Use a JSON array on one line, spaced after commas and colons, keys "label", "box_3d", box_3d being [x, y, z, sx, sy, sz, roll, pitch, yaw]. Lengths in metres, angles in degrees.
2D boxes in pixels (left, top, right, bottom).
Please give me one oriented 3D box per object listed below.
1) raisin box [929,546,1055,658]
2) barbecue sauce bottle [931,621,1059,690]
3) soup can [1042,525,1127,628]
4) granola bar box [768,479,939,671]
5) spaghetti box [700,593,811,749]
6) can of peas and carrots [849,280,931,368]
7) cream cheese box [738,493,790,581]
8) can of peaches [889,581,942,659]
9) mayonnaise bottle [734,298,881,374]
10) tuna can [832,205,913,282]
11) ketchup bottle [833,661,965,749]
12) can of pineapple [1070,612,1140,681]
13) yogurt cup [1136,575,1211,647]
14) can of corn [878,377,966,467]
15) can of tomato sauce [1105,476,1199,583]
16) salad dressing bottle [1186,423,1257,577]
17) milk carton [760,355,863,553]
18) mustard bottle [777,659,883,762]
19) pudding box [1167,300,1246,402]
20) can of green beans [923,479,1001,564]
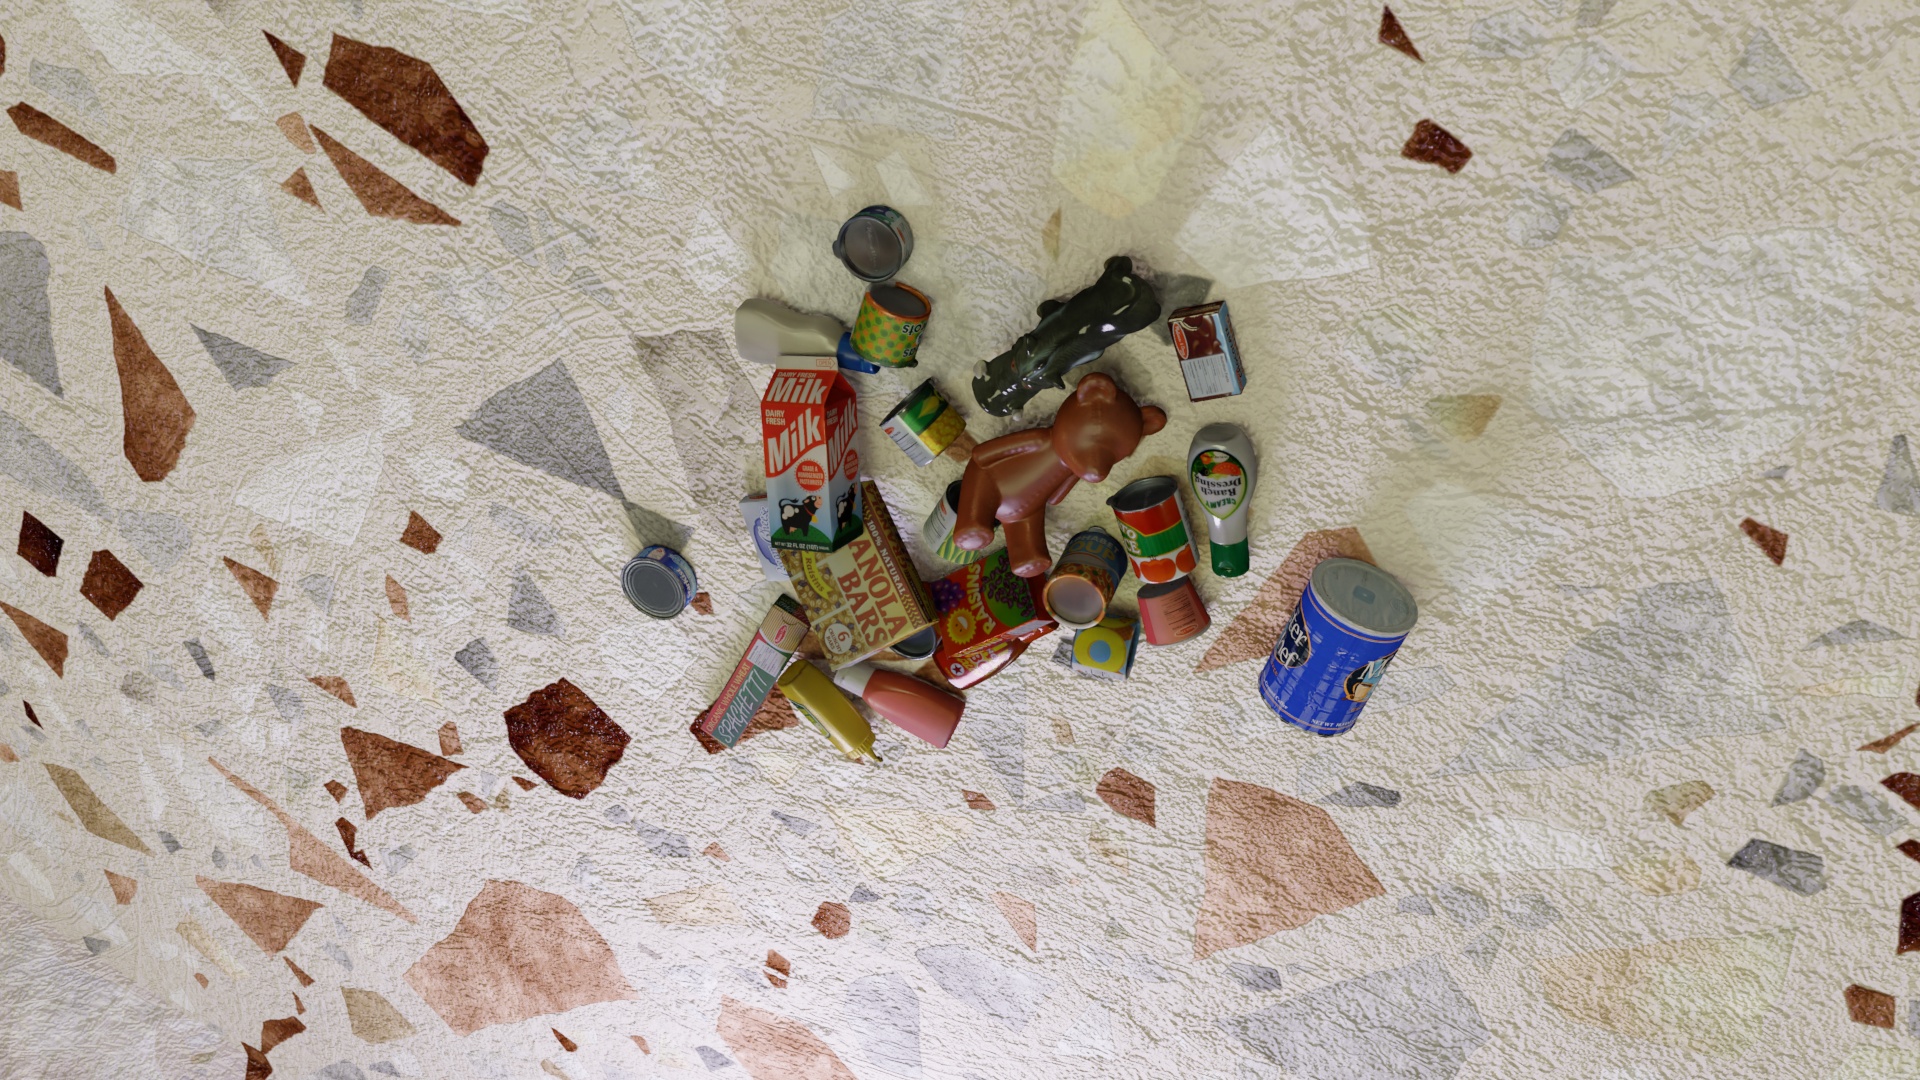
[{"label": "raisin box", "box_3d": [0.032, 0.064, 1.440, 0.123, 0.040, 0.086, -26, 69, 34]}, {"label": "barbecue sauce bottle", "box_3d": [0.040, 0.107, 1.488, 0.148, 0.044, 0.065, -31, 103, 34]}, {"label": "soup can", "box_3d": [0.124, 0.036, 1.383, 0.071, 0.084, 0.071, 11, 124, 17]}, {"label": "granola bar box", "box_3d": [-0.113, 0.037, 1.459, 0.124, 0.039, 0.165, -28, 84, 21]}, {"label": "spaghetti box", "box_3d": [-0.243, 0.159, 1.651, 0.050, 0.029, 0.248, 34, 127, -1]}, {"label": "can of peas and carrots", "box_3d": [-0.064, -0.205, 1.320, 0.071, 0.071, 0.058, 26, 126, 6]}, {"label": "cream cheese box", "box_3d": [-0.203, -0.004, 1.533, 0.053, 0.024, 0.103, -4, 119, 26]}, {"label": "can of peaches", "box_3d": [-0.047, 0.084, 1.502, 0.071, 0.058, 0.071, 11, 124, 17]}, {"label": "mayonnaise bottle", "box_3d": [-0.150, -0.197, 1.379, 0.148, 0.041, 0.064, 14, 132, 13]}, {"label": "tuna can", "box_3d": [-0.082, -0.278, 1.302, 0.071, 0.033, 0.070, 11, 124, 17]}, {"label": "ketchup bottle", "box_3d": [-0.071, 0.179, 1.582, 0.149, 0.044, 0.064, 26, 126, 6]}, {"label": "can of pineapple", "box_3d": [0.150, 0.105, 1.428, 0.058, 0.071, 0.070, 12, 124, 15]}, {"label": "yogurt cup", "box_3d": [0.209, 0.068, 1.381, 0.072, 0.073, 0.054, -14, 106, 29]}, {"label": "can of corn", "box_3d": [-0.035, -0.116, 1.367, 0.058, 0.071, 0.071, 47, 126, -11]}, {"label": "can of tomato sauce", "box_3d": [0.186, -0.010, 1.337, 0.071, 0.071, 0.082, -9, 117, 27]}, {"label": "salad dressing bottle", "box_3d": [0.250, -0.036, 1.309, 0.064, 0.044, 0.147, 2, 121, 23]}, {"label": "milk carton", "box_3d": [-0.148, -0.089, 1.382, 0.072, 0.074, 0.190, 4, 107, 22]}, {"label": "mustard bottle", "box_3d": [-0.144, 0.208, 1.619, 0.160, 0.049, 0.065, 49, 162, -16]}, {"label": "pudding box", "box_3d": [0.222, -0.169, 1.245, 0.049, 0.030, 0.083, -8, 117, 28]}, {"label": "can of green beans", "box_3d": [0.003, -0.018, 1.411, 0.071, 0.071, 0.057, 33, 128, 0]}]
